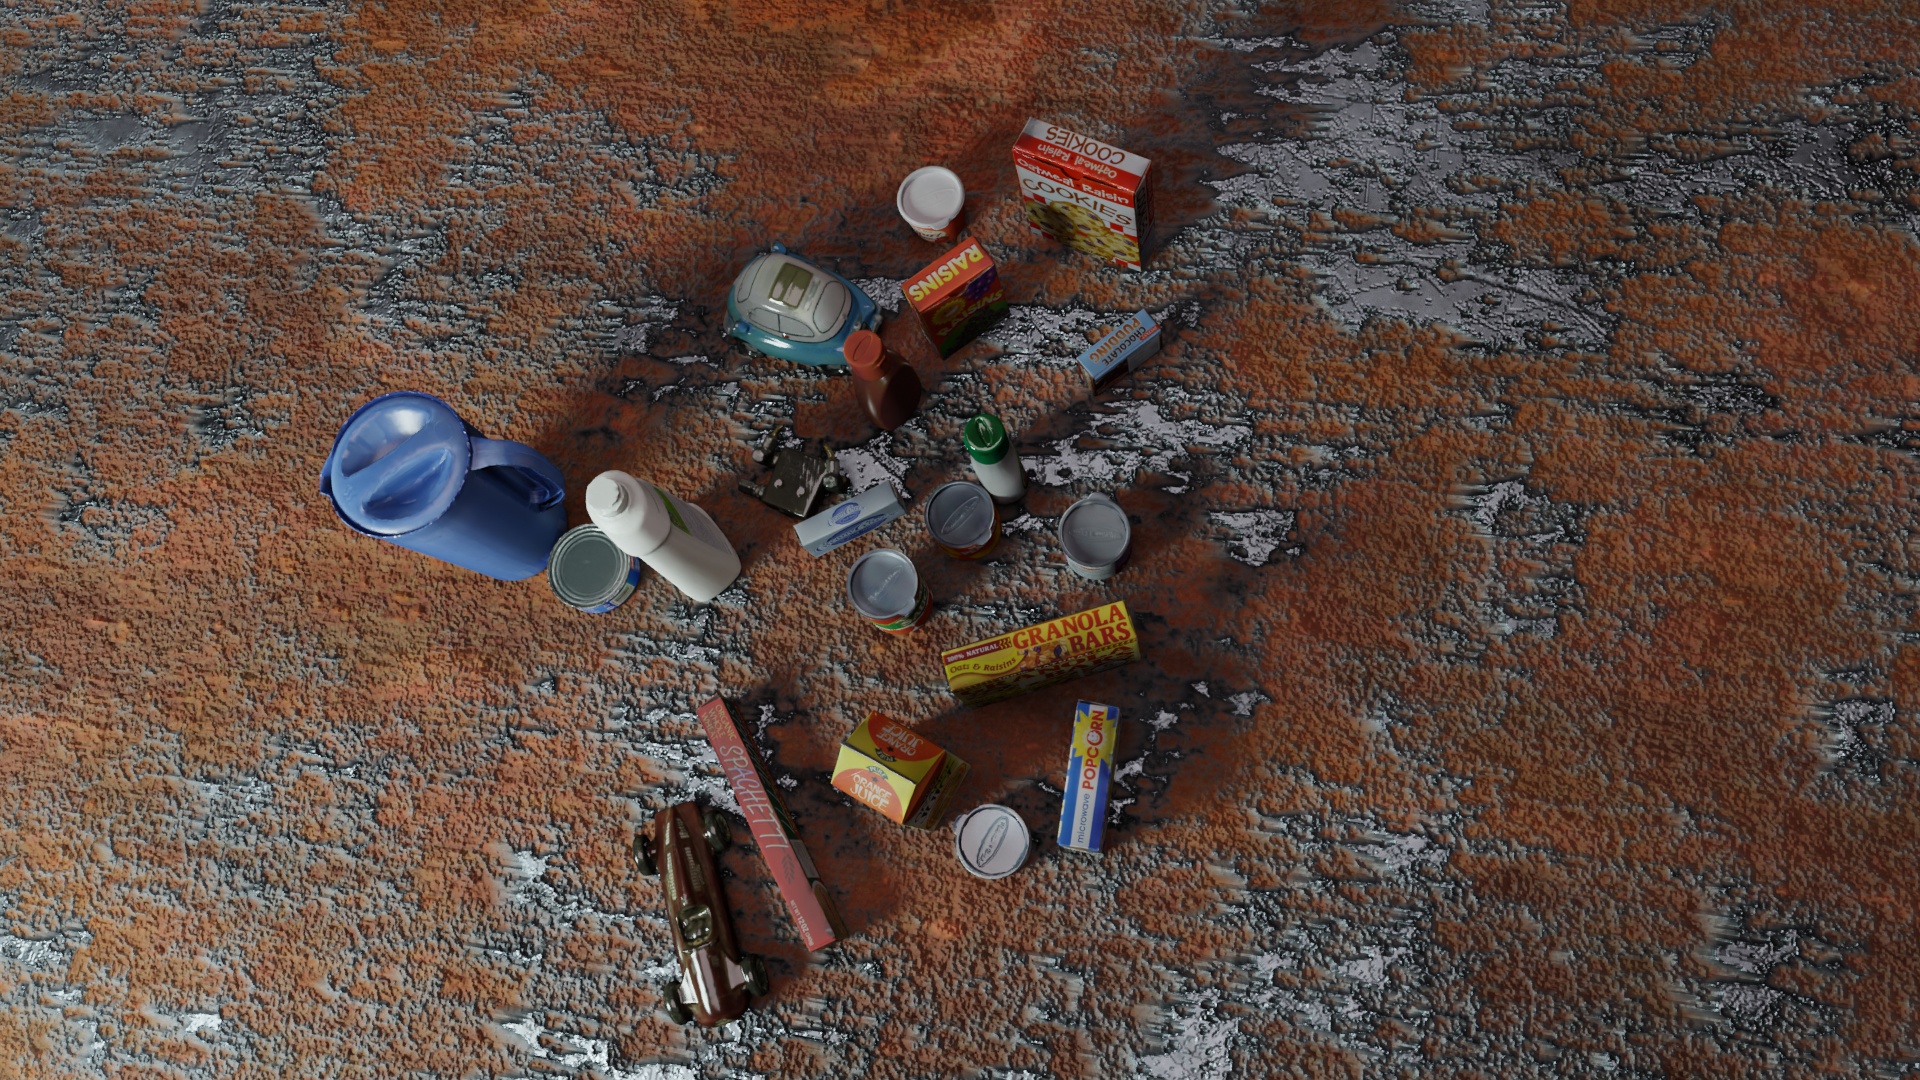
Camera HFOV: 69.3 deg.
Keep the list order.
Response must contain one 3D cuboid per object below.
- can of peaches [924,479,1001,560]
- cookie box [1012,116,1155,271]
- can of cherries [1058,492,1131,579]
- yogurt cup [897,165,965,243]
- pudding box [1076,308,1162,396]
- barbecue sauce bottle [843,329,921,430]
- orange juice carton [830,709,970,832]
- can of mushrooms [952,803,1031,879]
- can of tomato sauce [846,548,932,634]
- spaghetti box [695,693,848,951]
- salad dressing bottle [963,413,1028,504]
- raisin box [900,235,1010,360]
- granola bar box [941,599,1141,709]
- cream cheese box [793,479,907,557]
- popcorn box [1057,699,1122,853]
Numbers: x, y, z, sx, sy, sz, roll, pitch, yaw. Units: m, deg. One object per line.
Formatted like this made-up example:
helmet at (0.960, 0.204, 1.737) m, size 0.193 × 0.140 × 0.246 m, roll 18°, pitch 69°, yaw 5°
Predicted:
can of peaches at (0.005, -0.016, 1.314) m, size 0.071 × 0.058 × 0.071 m, roll -2°, pitch 75°, yaw 9°
cookie box at (0.120, -0.325, 1.319) m, size 0.123 × 0.167 × 0.040 m, roll 24°, pitch 81°, yaw 14°
can of cherries at (0.127, -0.003, 1.291) m, size 0.071 × 0.058 × 0.071 m, roll -2°, pitch 75°, yaw 9°
yogurt cup at (-0.026, -0.336, 1.405) m, size 0.072 × 0.054 × 0.072 m, roll -2°, pitch 75°, yaw 9°
pudding box at (0.154, -0.180, 1.337) m, size 0.084 × 0.049 × 0.030 m, roll -37°, pitch 73°, yaw -2°
barbecue sauce bottle at (-0.076, -0.155, 1.316) m, size 0.044 × 0.148 × 0.065 m, roll 31°, pitch 83°, yaw 15°
orange juice carton at (-0.052, 0.200, 1.196) m, size 0.072 × 0.192 × 0.073 m, roll 28°, pitch 82°, yaw 15°
can of mushrooms at (0.028, 0.269, 1.248) m, size 0.071 × 0.033 × 0.071 m, roll -2°, pitch 75°, yaw 9°
can of tomato sauce at (-0.063, 0.050, 1.294) m, size 0.071 × 0.083 × 0.071 m, roll -2°, pitch 76°, yaw 9°
spaghetti box at (-0.174, 0.257, 1.275) m, size 0.029 × 0.050 × 0.250 m, roll -30°, pitch 73°, yaw 1°
salad dressing bottle at (0.032, -0.076, 1.278) m, size 0.044 × 0.147 × 0.064 m, roll -22°, pitch 74°, yaw 3°
raisin box at (-0.003, -0.231, 1.337) m, size 0.086 × 0.123 × 0.040 m, roll -34°, pitch 73°, yaw 0°
granola bar box at (0.075, 0.103, 1.237) m, size 0.165 × 0.124 × 0.039 m, roll -17°, pitch 74°, yaw 5°
cream cheese box at (-0.105, -0.020, 1.335) m, size 0.104 × 0.053 × 0.024 m, roll -26°, pitch 73°, yaw 2°
popcorn box at (0.115, 0.210, 1.223) m, size 0.038 × 0.085 × 0.127 m, roll 7°, pitch 77°, yaw 11°
